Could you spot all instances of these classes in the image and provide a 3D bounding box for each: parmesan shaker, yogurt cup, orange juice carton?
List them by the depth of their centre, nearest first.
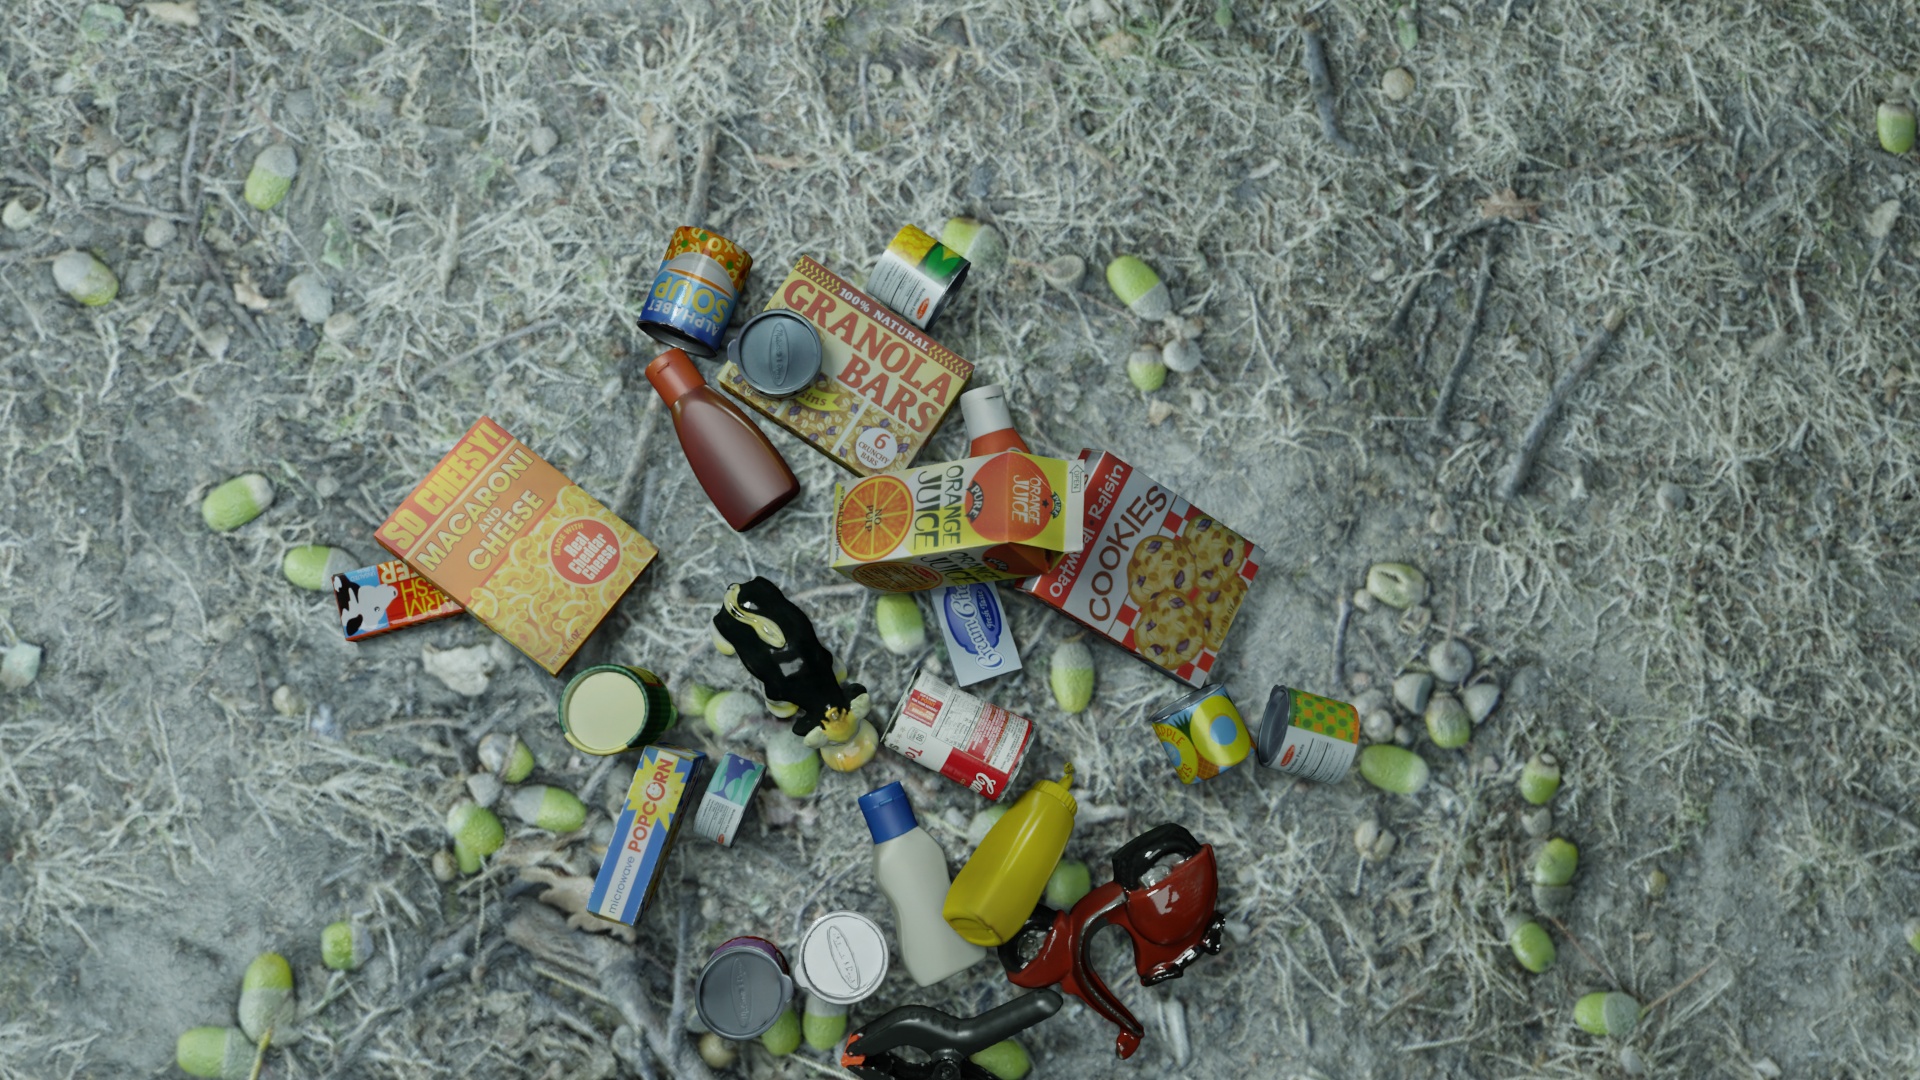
[{"bbox_3d":[-0.251,0.125,1.028,0.071,0.103,0.071,1,83,-4],"label":"parmesan shaker"},{"bbox_3d":[0.004,-0.013,1.029,0.192,0.073,0.072,-9,66,27],"label":"orange juice carton"},{"bbox_3d":[-0.087,0.308,1.042,0.072,0.054,0.072,1,83,-4],"label":"yogurt cup"}]

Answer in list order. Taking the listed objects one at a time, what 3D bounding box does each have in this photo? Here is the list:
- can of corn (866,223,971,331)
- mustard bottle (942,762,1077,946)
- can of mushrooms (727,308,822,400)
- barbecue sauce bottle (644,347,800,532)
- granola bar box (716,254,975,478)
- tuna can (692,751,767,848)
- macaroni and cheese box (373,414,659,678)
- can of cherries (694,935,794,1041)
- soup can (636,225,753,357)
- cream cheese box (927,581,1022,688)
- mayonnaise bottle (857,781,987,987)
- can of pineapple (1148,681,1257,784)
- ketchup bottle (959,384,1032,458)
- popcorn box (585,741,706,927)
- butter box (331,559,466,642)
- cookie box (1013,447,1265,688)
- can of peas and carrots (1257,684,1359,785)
[{"bbox_3d":[-0.033,-0.211,1.108,0.058,0.071,0.071,34,82,1],"label":"can of corn"},{"bbox_3d":[0.050,0.231,1.050,0.048,0.065,0.161,49,56,-15],"label":"mustard bottle"},{"bbox_3d":[-0.141,-0.142,1.065,0.071,0.033,0.071,0,85,-4],"label":"can of mushrooms"},{"bbox_3d":[-0.191,-0.082,1.089,0.065,0.043,0.148,-36,86,5],"label":"barbecue sauce bottle"},{"bbox_3d":[-0.090,-0.130,1.105,0.165,0.039,0.124,33,82,1],"label":"granola bar box"},{"bbox_3d":[-0.173,0.193,1.046,0.033,0.071,0.071,23,82,0],"label":"tuna can"},{"bbox_3d":[-0.333,0.005,1.052,0.166,0.040,0.124,38,71,-5],"label":"macaroni and cheese box"},{"bbox_3d":[-0.158,0.331,1.032,0.071,0.058,0.071,1,82,-4],"label":"can of cherries"},{"bbox_3d":[-0.207,-0.195,1.088,0.071,0.071,0.084,20,82,-2],"label":"soup can"},{"bbox_3d":[0.008,0.060,1.096,0.053,0.024,0.104,-18,84,-5],"label":"cream cheese box"},{"bbox_3d":[-0.034,0.259,1.060,0.065,0.041,0.148,-21,84,-14],"label":"mayonnaise bottle"},{"bbox_3d":[0.187,0.150,1.076,0.071,0.071,0.058,-28,86,-7],"label":"can of pineapple"},{"bbox_3d":[0.036,-0.048,1.099,0.065,0.043,0.149,-13,83,-32],"label":"ketchup bottle"},{"bbox_3d":[-0.231,0.214,1.027,0.038,0.085,0.127,19,82,-1],"label":"popcorn box"},{"bbox_3d":[-0.423,0.040,1.065,0.103,0.024,0.053,-15,83,-6],"label":"butter box"},{"bbox_3d":[0.140,0.022,1.078,0.167,0.040,0.123,30,82,-20],"label":"cookie box"},{"bbox_3d":[0.271,0.150,1.085,0.059,0.071,0.071,16,82,-3],"label":"can of peas and carrots"}]
